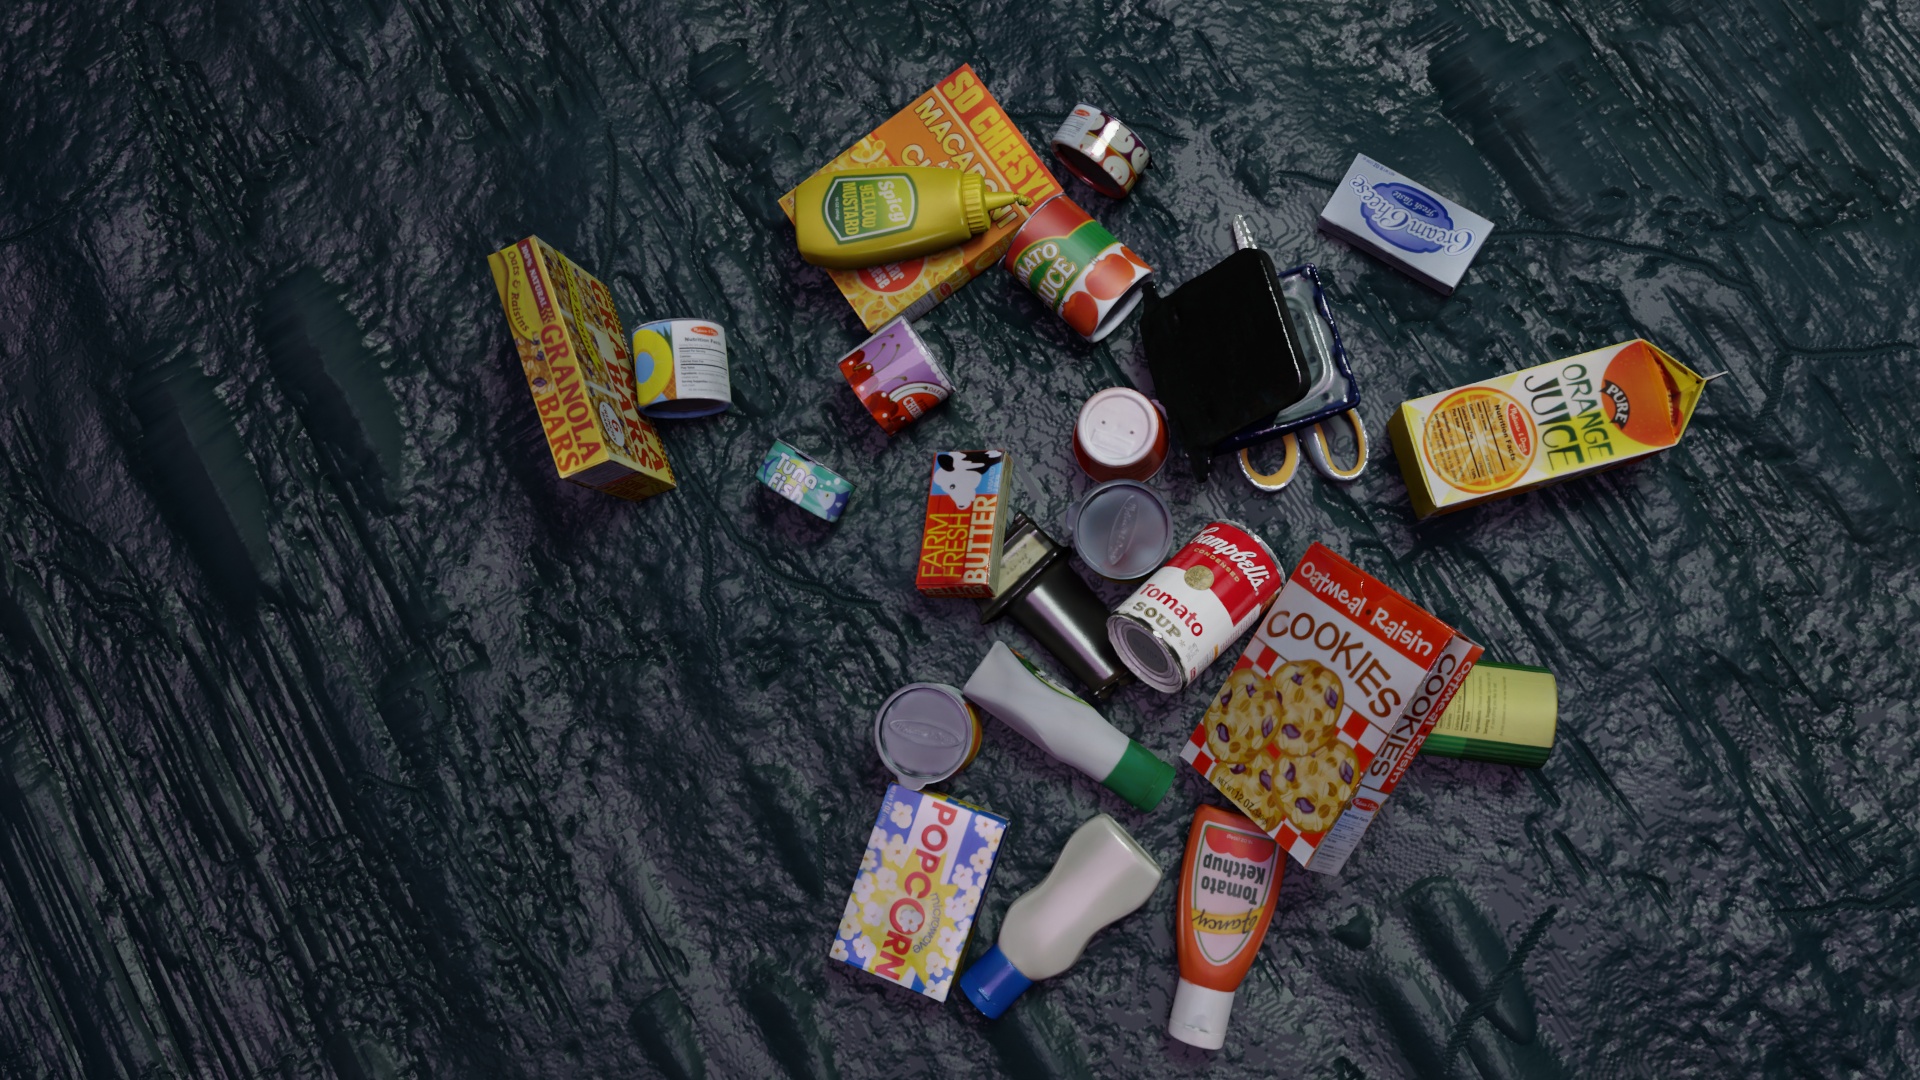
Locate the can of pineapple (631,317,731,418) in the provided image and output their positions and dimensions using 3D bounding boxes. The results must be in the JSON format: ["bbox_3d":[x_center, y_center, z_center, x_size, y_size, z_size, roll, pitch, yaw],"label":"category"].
[{"bbox_3d":[-0.200,-0.122,0.993,0.071,0.071,0.058,-7,83,8],"label":"can of pineapple"}]

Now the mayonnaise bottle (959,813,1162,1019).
[{"bbox_3d":[0.063,0.252,0.920,0.148,0.041,0.065,-45,78,2],"label":"mayonnaise bottle"}]

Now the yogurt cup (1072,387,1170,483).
[{"bbox_3d":[0.108,-0.073,0.945,0.072,0.054,0.072,-1,84,9],"label":"yogurt cup"}]

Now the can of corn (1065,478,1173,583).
[{"bbox_3d":[0.108,-0.006,0.935,0.071,0.058,0.071,-1,84,9],"label":"can of corn"}]

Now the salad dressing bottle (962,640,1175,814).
[{"bbox_3d":[0.073,0.126,0.926,0.148,0.064,0.044,35,83,3],"label":"salad dressing bottle"}]

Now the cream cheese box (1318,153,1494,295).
[{"bbox_3d":[0.303,-0.215,0.948,0.104,0.024,0.053,32,90,11],"label":"cream cheese box"}]

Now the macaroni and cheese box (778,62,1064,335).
[{"bbox_3d":[-0.027,-0.240,0.993,0.166,0.040,0.124,-35,80,4],"label":"macaroni and cheese box"}]

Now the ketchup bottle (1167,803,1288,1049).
[{"bbox_3d":[0.169,0.251,0.902,0.065,0.043,0.149,13,86,10],"label":"ketchup bottle"}]

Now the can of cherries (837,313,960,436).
[{"bbox_3d":[-0.043,-0.113,0.966,0.058,0.071,0.071,-35,80,4],"label":"can of cherries"}]

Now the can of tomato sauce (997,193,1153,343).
[{"bbox_3d":[0.080,-0.186,0.956,0.083,0.071,0.071,43,91,10],"label":"can of tomato sauce"}]

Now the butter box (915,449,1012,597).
[{"bbox_3d":[0.003,-0.012,0.951,0.053,0.024,0.104,-1,67,20],"label":"butter box"}]

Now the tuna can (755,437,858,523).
[{"bbox_3d":[-0.108,-0.042,0.965,0.071,0.071,0.033,31,90,11],"label":"tuna can"}]

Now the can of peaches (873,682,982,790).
[{"bbox_3d":[-0.021,0.131,0.938,0.071,0.058,0.071,-1,84,8],"label":"can of peaches"}]

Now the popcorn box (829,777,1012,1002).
[{"bbox_3d":[-0.026,0.233,0.936,0.085,0.038,0.126,19,87,10],"label":"popcorn box"}]

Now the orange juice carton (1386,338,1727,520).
[{"bbox_3d":[0.384,-0.075,0.894,0.193,0.072,0.073,-15,82,7],"label":"orange juice carton"}]

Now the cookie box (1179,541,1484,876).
[{"bbox_3d":[0.226,0.102,0.865,0.167,0.040,0.123,-60,40,9],"label":"cookie box"}]

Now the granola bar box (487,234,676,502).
[{"bbox_3d":[-0.262,-0.115,0.971,0.039,0.124,0.165,-22,81,6],"label":"granola bar box"}]

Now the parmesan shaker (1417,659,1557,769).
[{"bbox_3d":[0.318,0.110,0.885,0.103,0.071,0.071,6,85,9],"label":"parmesan shaker"}]

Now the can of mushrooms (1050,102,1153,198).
[{"bbox_3d":[0.099,-0.269,0.965,0.071,0.071,0.033,35,90,11],"label":"can of mushrooms"}]

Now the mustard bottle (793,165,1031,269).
[{"bbox_3d":[-0.032,-0.225,0.945,0.160,0.049,0.065,-7,84,9],"label":"mustard bottle"}]
